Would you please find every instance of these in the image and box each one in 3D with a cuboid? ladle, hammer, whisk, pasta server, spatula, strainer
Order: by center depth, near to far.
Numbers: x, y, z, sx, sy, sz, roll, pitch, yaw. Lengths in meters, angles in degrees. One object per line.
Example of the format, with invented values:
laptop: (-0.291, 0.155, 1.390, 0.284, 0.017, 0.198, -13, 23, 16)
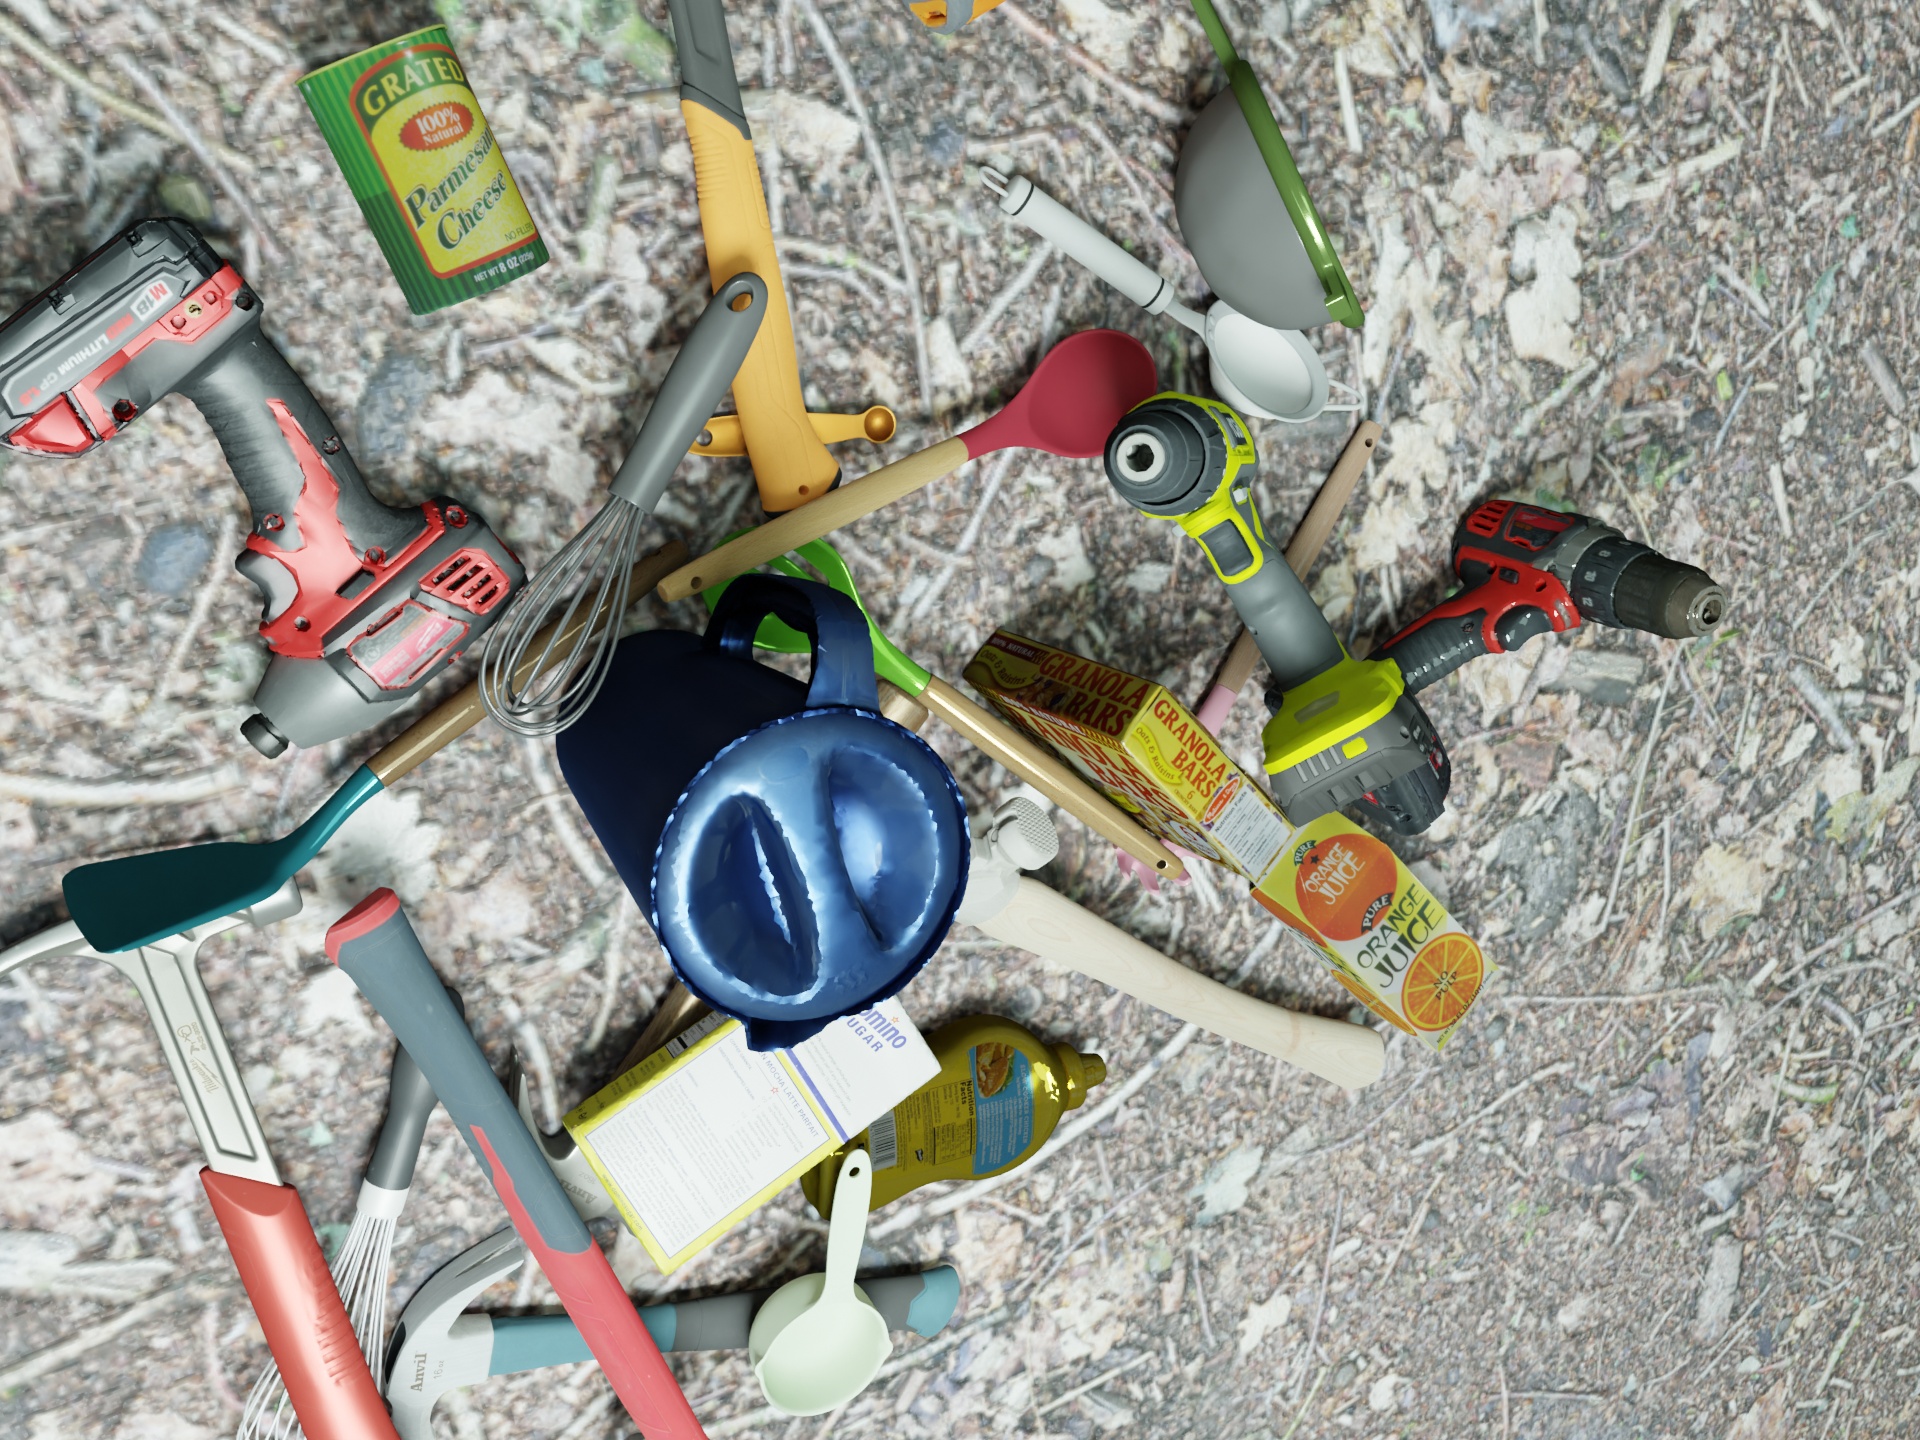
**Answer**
whisk: (-0.148, -0.100, 0.727, 0.055, 0.055, 0.239, 30, 86, -30)
hammer: (-0.328, 0.251, 0.739, 0.149, 0.037, 0.359, -21, 98, -22)
spatula: (-0.257, 0.002, 0.742, 0.317, 0.082, 0.044, -40, 130, -19)
hammer: (-0.117, -0.257, 0.745, 0.127, 0.034, 0.336, -18, 110, -22)
hammer: (-0.188, 0.249, 0.776, 0.038, 0.143, 0.386, -48, 121, -50)
whisk: (-0.299, 0.269, 0.797, 0.070, 0.070, 0.284, 17, 92, -30)
ladle: (-0.019, -0.127, 0.808, 0.315, 0.031, 0.069, -30, 119, -30)
strainer: (0.129, -0.310, 0.837, 0.069, 0.151, 0.256, -26, 97, 19)
hammer: (-0.124, 0.120, 0.856, 0.130, 0.031, 0.331, 36, 86, -30)
strainer: (0.113, -0.228, 0.872, 0.258, 0.050, 0.087, 28, 51, -24)
hammer: (-0.152, 0.345, 0.904, 0.330, 0.033, 0.128, 5, 103, -28)
pasta server: (0.177, -0.042, 0.959, 0.060, 0.040, 0.316, 30, 89, -19)
hammer: (0.121, 0.166, 0.971, 0.410, 0.038, 0.146, 29, 125, -37)

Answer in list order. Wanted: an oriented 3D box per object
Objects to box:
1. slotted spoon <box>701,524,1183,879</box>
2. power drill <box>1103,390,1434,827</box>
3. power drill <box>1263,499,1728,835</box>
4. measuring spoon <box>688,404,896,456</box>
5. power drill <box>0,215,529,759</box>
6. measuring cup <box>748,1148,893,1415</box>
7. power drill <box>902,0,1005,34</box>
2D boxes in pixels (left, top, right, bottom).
slotted spoon: (-0.001, -0.003, 0.844, 0.313, 0.031, 0.070, 36, 109, -16)
power drill: (0.151, -0.066, 0.818, 0.080, 0.190, 0.228, -30, 89, 20)
power drill: (0.317, -0.037, 0.948, 0.227, 0.188, 0.080, -41, 120, -7)
measuring spoon: (-0.089, -0.148, 0.812, 0.117, 0.011, 0.021, -9, 106, -21)
power drill: (-0.306, -0.091, 0.681, 0.143, 0.079, 0.219, -44, 122, -10)
measuring cup: (-0.075, 0.306, 0.887, 0.083, 0.038, 0.167, 2, 106, -27)
power drill: (0.008, -0.462, 0.732, 0.164, 0.084, 0.226, -36, 121, -14)
